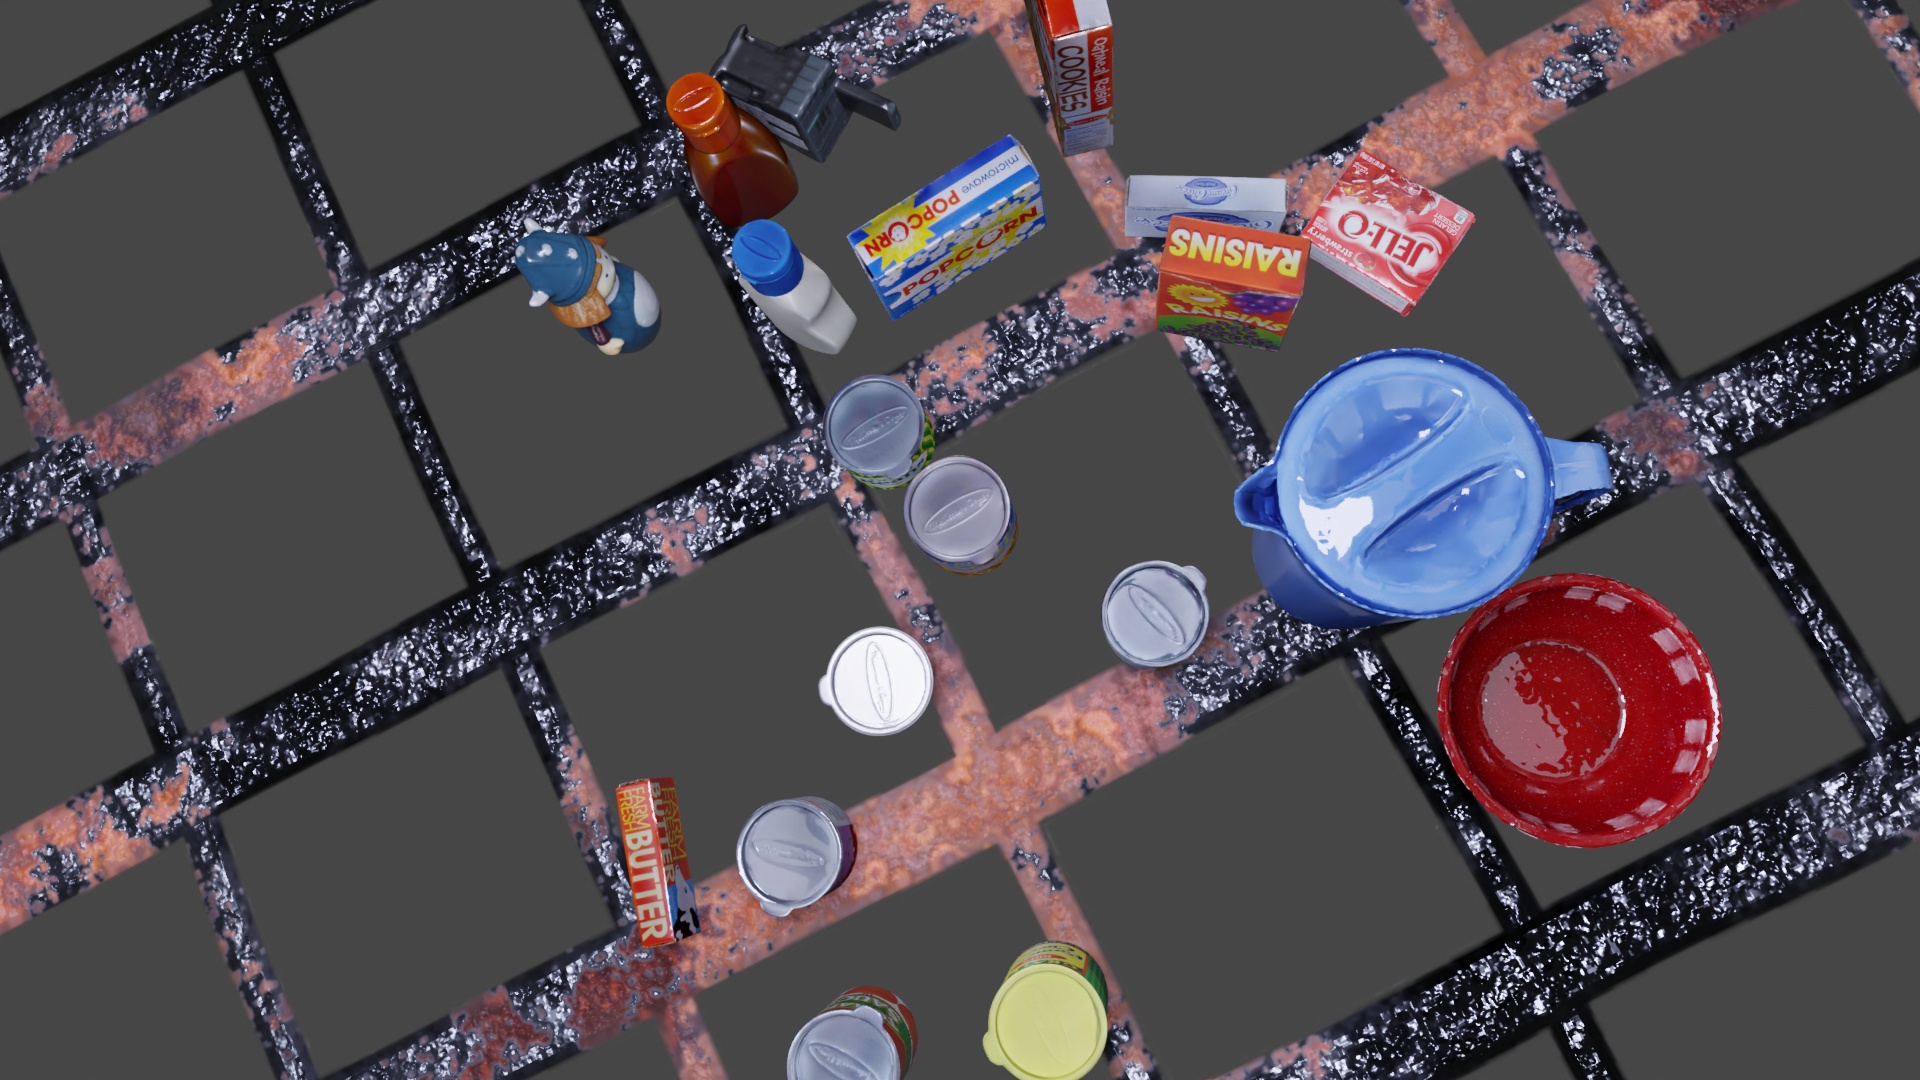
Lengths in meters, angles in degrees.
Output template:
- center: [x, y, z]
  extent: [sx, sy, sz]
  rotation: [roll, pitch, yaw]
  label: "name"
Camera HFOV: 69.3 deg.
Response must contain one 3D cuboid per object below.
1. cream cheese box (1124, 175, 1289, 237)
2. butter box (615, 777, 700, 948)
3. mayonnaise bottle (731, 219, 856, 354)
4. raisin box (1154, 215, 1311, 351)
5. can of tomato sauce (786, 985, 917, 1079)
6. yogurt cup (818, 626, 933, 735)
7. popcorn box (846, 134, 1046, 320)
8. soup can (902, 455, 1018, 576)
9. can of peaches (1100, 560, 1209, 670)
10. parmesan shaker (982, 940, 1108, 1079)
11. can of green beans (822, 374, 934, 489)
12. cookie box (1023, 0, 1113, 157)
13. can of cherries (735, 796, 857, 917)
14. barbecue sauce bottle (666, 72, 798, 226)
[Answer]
- center: [0.161, -0.219, 0.916]
  extent: [0.104, 0.053, 0.024]
  rotation: [3, 82, 7]
  label: "cream cheese box"
- center: [-0.193, 0.204, 0.888]
  extent: [0.024, 0.053, 0.103]
  rotation: [-13, 80, 4]
  label: "butter box"
- center: [-0.109, -0.162, 0.887]
  extent: [0.065, 0.148, 0.041]
  rotation: [29, 86, 9]
  label: "mayonnaise bottle"
- center: [0.167, -0.158, 0.870]
  extent: [0.086, 0.123, 0.040]
  rotation: [13, 84, 8]
  label: "raisin box"
- center: [-0.063, 0.309, 0.843]
  extent: [0.071, 0.083, 0.071]
  rotation: [-1, 82, 6]
  label: "can of tomato sauce"
- center: [-0.048, 0.091, 0.890]
  extent: [0.072, 0.054, 0.072]
  rotation: [-1, 81, 6]
  label: "yogurt cup"
- center: [-0.006, -0.204, 0.915]
  extent: [0.127, 0.085, 0.038]
  rotation: [-32, 80, 1]
  label: "popcorn box"
- center: [0.003, -0.011, 0.885]
  extent: [0.071, 0.083, 0.071]
  rotation: [-1, 82, 6]
  label: "soup can"
- center: [0.124, 0.047, 0.876]
  extent: [0.071, 0.058, 0.071]
  rotation: [-1, 82, 6]
  label: "can of peaches"
- center: [0.052, 0.279, 0.826]
  extent: [0.071, 0.103, 0.071]
  rotation: [-1, 82, 6]
  label: "parmesan shaker"
- center: [-0.052, -0.070, 0.913]
  extent: [0.071, 0.058, 0.071]
  rotation: [-1, 82, 6]
  label: "can of green beans"
- center: [0.065, -0.338, 0.886]
  extent: [0.040, 0.167, 0.123]
  rotation: [-13, 81, 4]
  label: "cookie box"
- center: [-0.103, 0.198, 0.877]
  extent: [0.071, 0.058, 0.071]
  rotation: [-1, 82, 6]
  label: "can of cherries"
- center: [-0.151, -0.254, 0.906]
  extent: [0.065, 0.148, 0.044]
  rotation: [-25, 80, 2]
  label: "barbecue sauce bottle"
